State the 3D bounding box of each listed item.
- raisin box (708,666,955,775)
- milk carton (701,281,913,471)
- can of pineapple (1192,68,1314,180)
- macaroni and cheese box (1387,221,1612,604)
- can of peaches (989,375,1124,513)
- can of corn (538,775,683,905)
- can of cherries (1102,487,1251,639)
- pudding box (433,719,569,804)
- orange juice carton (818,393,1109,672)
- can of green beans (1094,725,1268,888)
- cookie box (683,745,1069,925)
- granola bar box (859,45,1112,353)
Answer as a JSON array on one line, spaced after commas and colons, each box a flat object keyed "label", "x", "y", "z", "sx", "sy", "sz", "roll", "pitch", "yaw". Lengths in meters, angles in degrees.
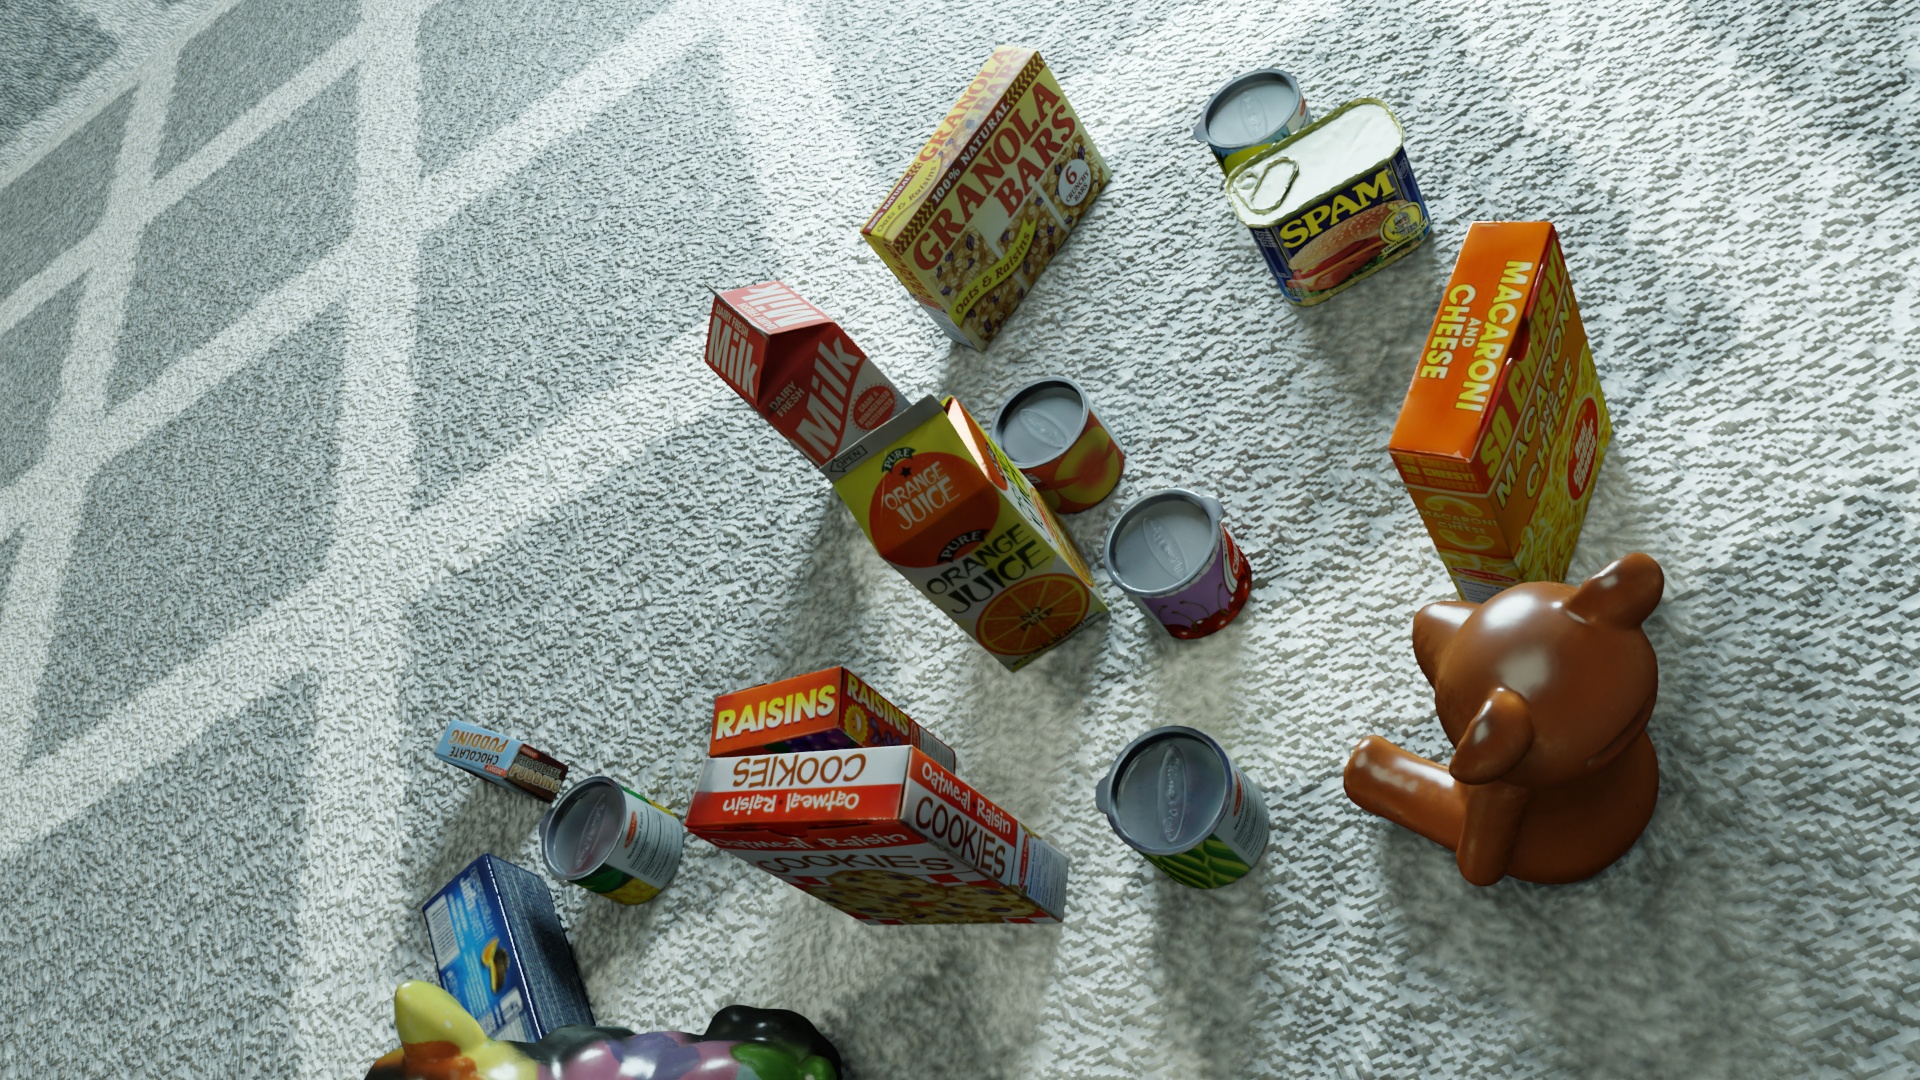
[{"label": "raisin box", "x": -0.069, "y": 0.118, "z": 0.776, "sx": 0.086, "sy": 0.123, "sz": 0.040, "roll": -15, "pitch": 54, "yaw": 25}, {"label": "milk carton", "x": -0.092, "y": -0.096, "z": 0.887, "sx": 0.073, "sy": 0.190, "sz": 0.072, "roll": -48, "pitch": 47, "yaw": -3}, {"label": "can of pineapple", "x": 0.194, "y": -0.260, "z": 0.899, "sx": 0.071, "sy": 0.057, "sz": 0.071, "roll": -17, "pitch": 53, "yaw": 24}, {"label": "macaroni and cheese box", "x": 0.256, "y": -0.048, "z": 0.644, "sx": 0.040, "sy": 0.166, "sz": 0.124, "roll": 11, "pitch": 68, "yaw": 38}, {"label": "can of peaches", "x": 0.058, "y": -0.056, "z": 0.852, "sx": 0.071, "sy": 0.058, "sz": 0.071, "roll": -17, "pitch": 53, "yaw": 24}, {"label": "can of corn", "x": -0.219, "y": 0.189, "z": 0.872, "sx": 0.071, "sy": 0.058, "sz": 0.071, "roll": -17, "pitch": 53, "yaw": 24}, {"label": "can of cherries", "x": 0.123, "y": 0.013, "z": 0.765, "sx": 0.071, "sy": 0.058, "sz": 0.072, "roll": -17, "pitch": 53, "yaw": 24}, {"label": "pudding box", "x": -0.320, "y": 0.154, "z": 0.967, "sx": 0.083, "sy": 0.049, "sz": 0.030, "roll": 8, "pitch": 66, "yaw": 36}, {"label": "orange juice carton", "x": 0.003, "y": -0.010, "z": 0.766, "sx": 0.071, "sy": 0.192, "sz": 0.073, "roll": -33, "pitch": 48, "yaw": 11}, {"label": "can of green beans", "x": 0.113, "y": 0.133, "z": 0.691, "sx": 0.071, "sy": 0.057, "sz": 0.071, "roll": -17, "pitch": 53, "yaw": 24}, {"label": "cookie box", "x": -0.037, "y": 0.154, "z": 0.701, "sx": 0.123, "sy": 0.167, "sz": 0.040, "roll": -9, "pitch": 57, "yaw": 29}, {"label": "granola bar box", "x": 0.020, "y": -0.231, "z": 0.948, "sx": 0.039, "sy": 0.124, "sz": 0.166, "roll": 27, "pitch": 78, "yaw": 42}]
